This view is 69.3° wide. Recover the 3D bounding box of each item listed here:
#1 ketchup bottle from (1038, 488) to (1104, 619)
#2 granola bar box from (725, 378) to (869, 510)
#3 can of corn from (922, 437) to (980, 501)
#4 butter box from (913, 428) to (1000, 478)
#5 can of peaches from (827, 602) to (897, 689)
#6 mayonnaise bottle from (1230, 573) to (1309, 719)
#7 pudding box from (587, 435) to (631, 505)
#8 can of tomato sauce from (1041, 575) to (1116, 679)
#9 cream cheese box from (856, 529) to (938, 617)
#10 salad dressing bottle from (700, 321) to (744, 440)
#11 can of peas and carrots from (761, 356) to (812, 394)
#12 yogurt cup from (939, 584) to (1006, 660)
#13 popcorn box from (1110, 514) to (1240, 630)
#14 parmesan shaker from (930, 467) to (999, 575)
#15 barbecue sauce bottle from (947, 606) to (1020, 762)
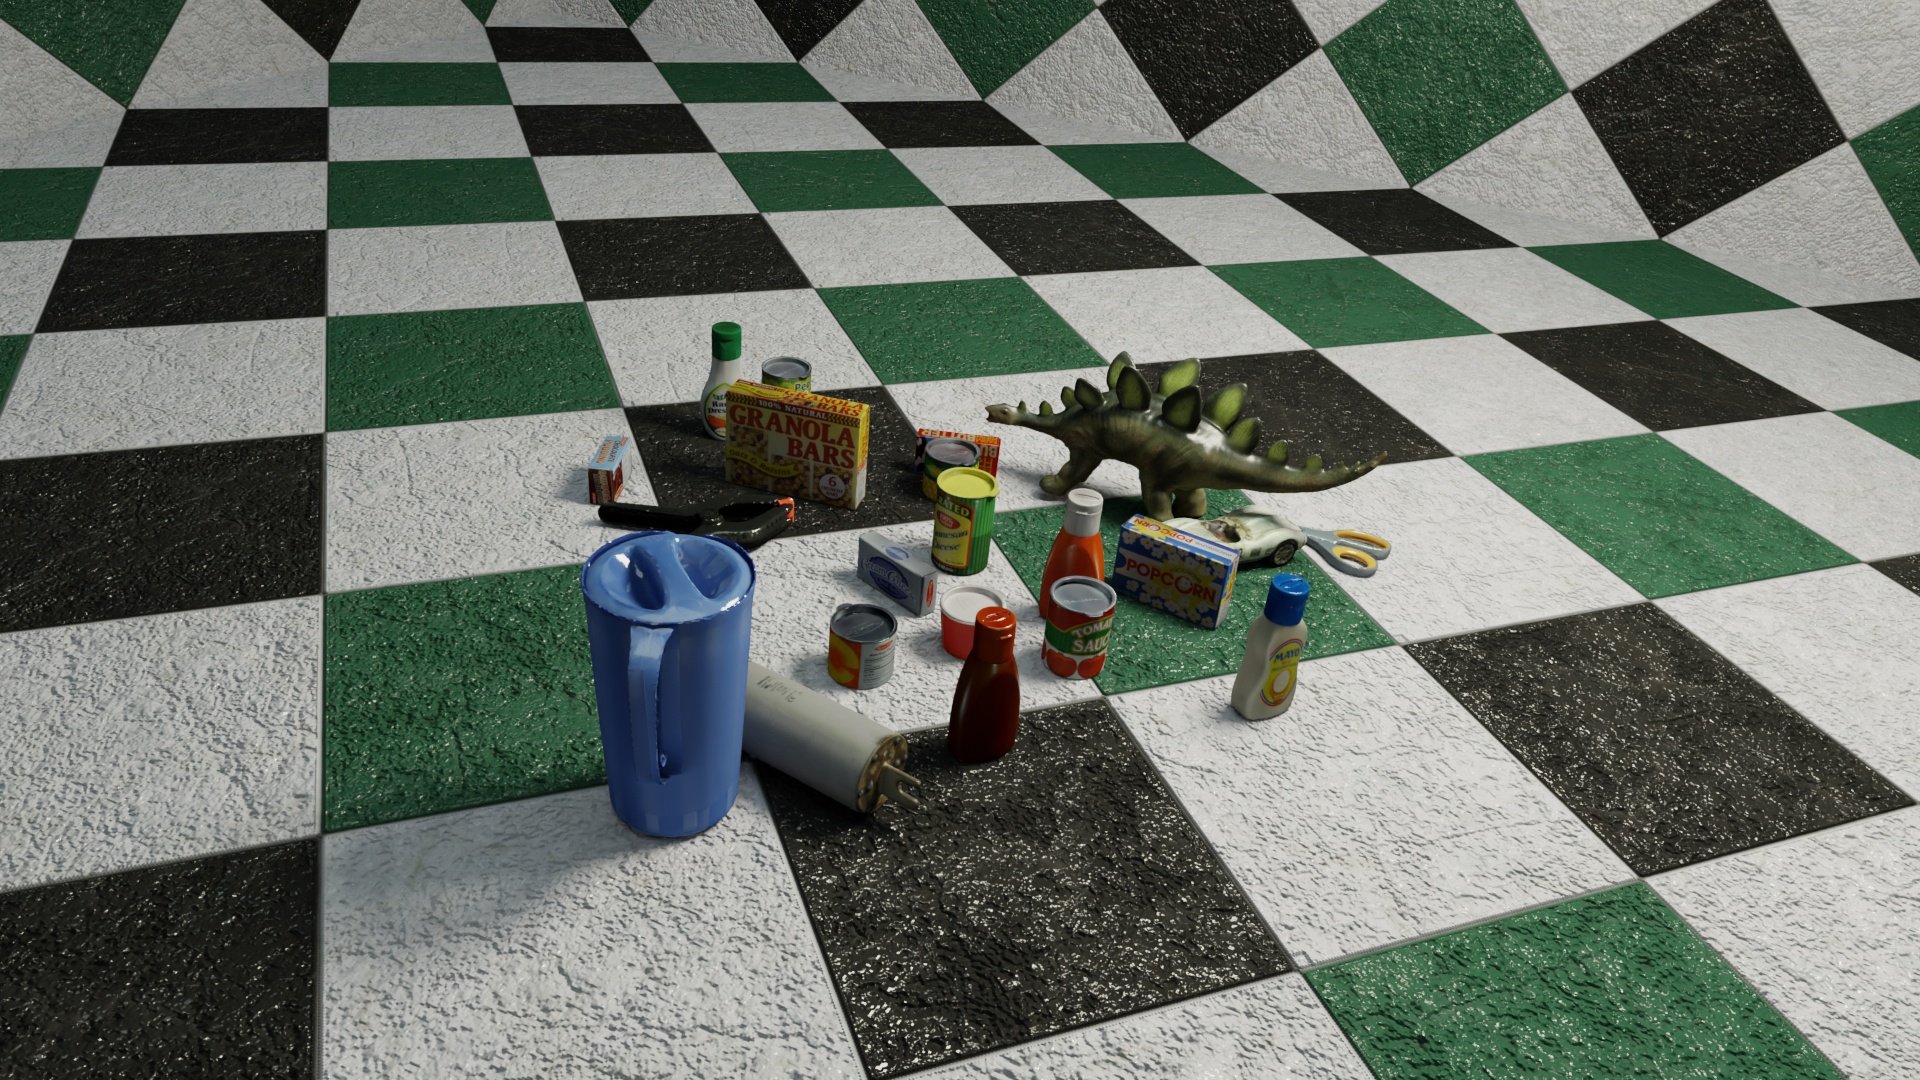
[{"bbox_3d":[0.121,0.019,1.445,0.065,0.148,0.044,11,32,9],"label":"ketchup bottle"},{"bbox_3d":[-0.191,-0.113,1.628,0.165,0.123,0.039,13,32,11],"label":"granola bar box"},{"bbox_3d":[-0.010,-0.083,1.672,0.071,0.058,0.071,4,32,-3],"label":"can of corn"},{"bbox_3d":[-0.004,-0.106,1.715,0.103,0.052,0.024,6,31,1],"label":"butter box"},{"bbox_3d":[-0.097,0.103,1.359,0.071,0.057,0.071,4,32,-3],"label":"can of peaches"},{"bbox_3d":[0.304,0.103,1.341,0.065,0.147,0.041,-12,36,-26],"label":"mayonnaise bottle"},{"bbox_3d":[-0.407,-0.082,1.613,0.030,0.049,0.084,6,32,0],"label":"pudding box"},{"bbox_3d":[0.119,0.089,1.394,0.071,0.082,0.071,4,32,-3],"label":"can of tomato sauce"},{"bbox_3d":[-0.068,0.035,1.478,0.024,0.053,0.104,-24,42,-39],"label":"cream cheese box"},{"bbox_3d":[-0.291,-0.198,1.726,0.064,0.146,0.044,2,32,-7],"label":"salad dressing bottle"},{"bbox_3d":[-0.227,-0.202,1.827,0.071,0.058,0.071,4,32,-3],"label":"can of peas and carrots"},{"bbox_3d":[0.011,0.085,1.410,0.072,0.053,0.073,4,32,-3],"label":"yogurt cup"},{"bbox_3d":[0.231,0.033,1.500,0.127,0.084,0.038,21,35,24],"label":"popcorn box"},{"bbox_3d":[0.005,-0.019,1.530,0.071,0.102,0.071,4,32,-3],"label":"parmesan shaker"},{"bbox_3d":[0.025,0.130,1.251,0.065,0.147,0.044,-12,36,-27],"label":"barbecue sauce bottle"}]
